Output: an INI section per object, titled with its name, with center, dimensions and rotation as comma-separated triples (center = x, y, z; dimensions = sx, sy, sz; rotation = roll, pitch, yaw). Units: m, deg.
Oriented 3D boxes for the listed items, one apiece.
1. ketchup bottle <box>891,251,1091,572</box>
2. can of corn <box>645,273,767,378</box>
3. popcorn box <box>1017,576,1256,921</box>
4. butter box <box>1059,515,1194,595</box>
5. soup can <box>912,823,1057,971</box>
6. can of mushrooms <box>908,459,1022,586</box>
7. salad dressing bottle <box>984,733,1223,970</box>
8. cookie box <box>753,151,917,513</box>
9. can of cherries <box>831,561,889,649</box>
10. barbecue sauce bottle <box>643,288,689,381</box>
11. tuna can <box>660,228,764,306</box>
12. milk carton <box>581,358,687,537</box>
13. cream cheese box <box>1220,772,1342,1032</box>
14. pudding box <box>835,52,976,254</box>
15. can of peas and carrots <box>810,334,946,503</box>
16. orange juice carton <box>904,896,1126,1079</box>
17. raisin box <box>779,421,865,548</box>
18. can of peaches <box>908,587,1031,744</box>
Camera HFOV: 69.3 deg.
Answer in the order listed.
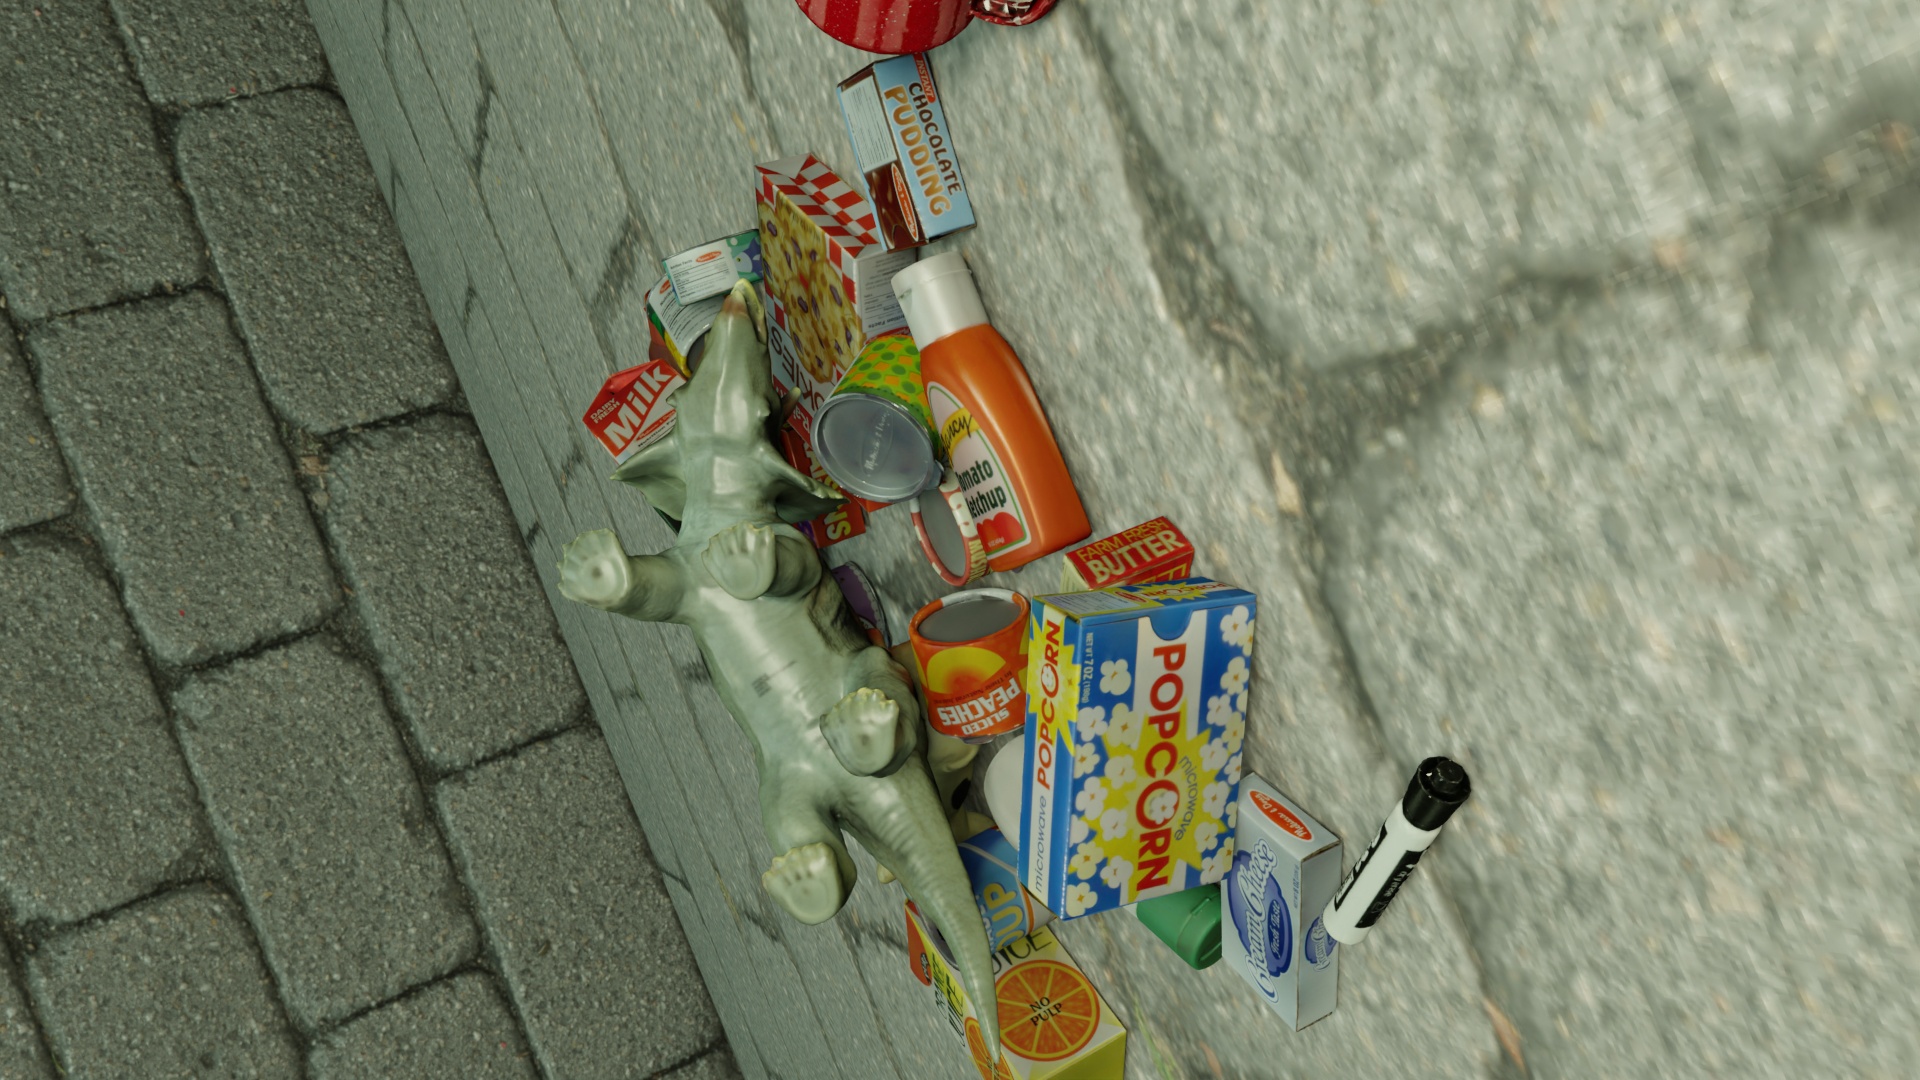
[ketchup bottle]
center = 0.012, -0.061, 0.655
dimensions = 0.064, 0.044, 0.148
rotation = -24, 88, 64
[can of corn]
center = -0.174, -0.150, 0.963
dimensions = 0.058, 0.071, 0.070
rotation = 55, 154, 26
[popcorn box]
center = 0.070, 0.082, 0.559
dimensions = 0.038, 0.085, 0.126
rotation = 27, 118, 59
[butter box]
center = 0.068, 0.040, 0.607
dimensions = 0.024, 0.053, 0.103
rotation = 52, 152, 38
[soup can]
center = 0.023, 0.206, 0.818
dimensions = 0.071, 0.084, 0.071
rotation = 48, 150, 39
[can of mushrooms]
center = 0.003, -0.009, 0.735
dimensions = 0.071, 0.033, 0.070
rotation = 47, 149, 41
[salad dressing bottle]
center = 0.074, 0.153, 0.691
dimensions = 0.148, 0.064, 0.043
rotation = 36, 153, 40
[cookie box]
center = -0.068, -0.116, 0.788
dimensions = 0.123, 0.040, 0.166
rotation = 47, 149, 41
[can of cherries]
center = -0.091, 0.057, 0.971
dimensions = 0.072, 0.058, 0.071
rotation = 48, 150, 40
[barbecue sauce bottle]
center = -0.225, -0.133, 1.120
dimensions = 0.065, 0.044, 0.147
rotation = 45, 148, 43
[tuna can]
center = -0.156, -0.176, 0.899
dimensions = 0.071, 0.071, 0.032
rotation = 6, 117, 65
[milk carton]
center = -0.195, -0.062, 0.949
dimensions = 0.191, 0.073, 0.072
rotation = 39, 166, 49
[cream cheese box]
center = 0.136, 0.155, 0.596
dimensions = 0.053, 0.024, 0.103
rotation = 40, 144, 51
[pudding box]
center = -0.026, -0.180, 0.649
dimensions = 0.049, 0.030, 0.083
rotation = 8, 117, 63
[can of peas and carrots]
center = -0.032, -0.061, 0.702
dimensions = 0.071, 0.059, 0.070
rotation = 12, 132, 14
[orange juice carton]
center = 0.022, 0.281, 0.902
dimensions = 0.193, 0.073, 0.071
rotation = 46, 149, 42
[raisin box]
center = -0.113, -0.051, 0.949
dimensions = 0.123, 0.040, 0.085
rotation = 27, 133, 59
[can of peaches]
center = 0.009, 0.066, 0.741
dimensions = 0.071, 0.071, 0.057
rotation = 28, 134, 57
